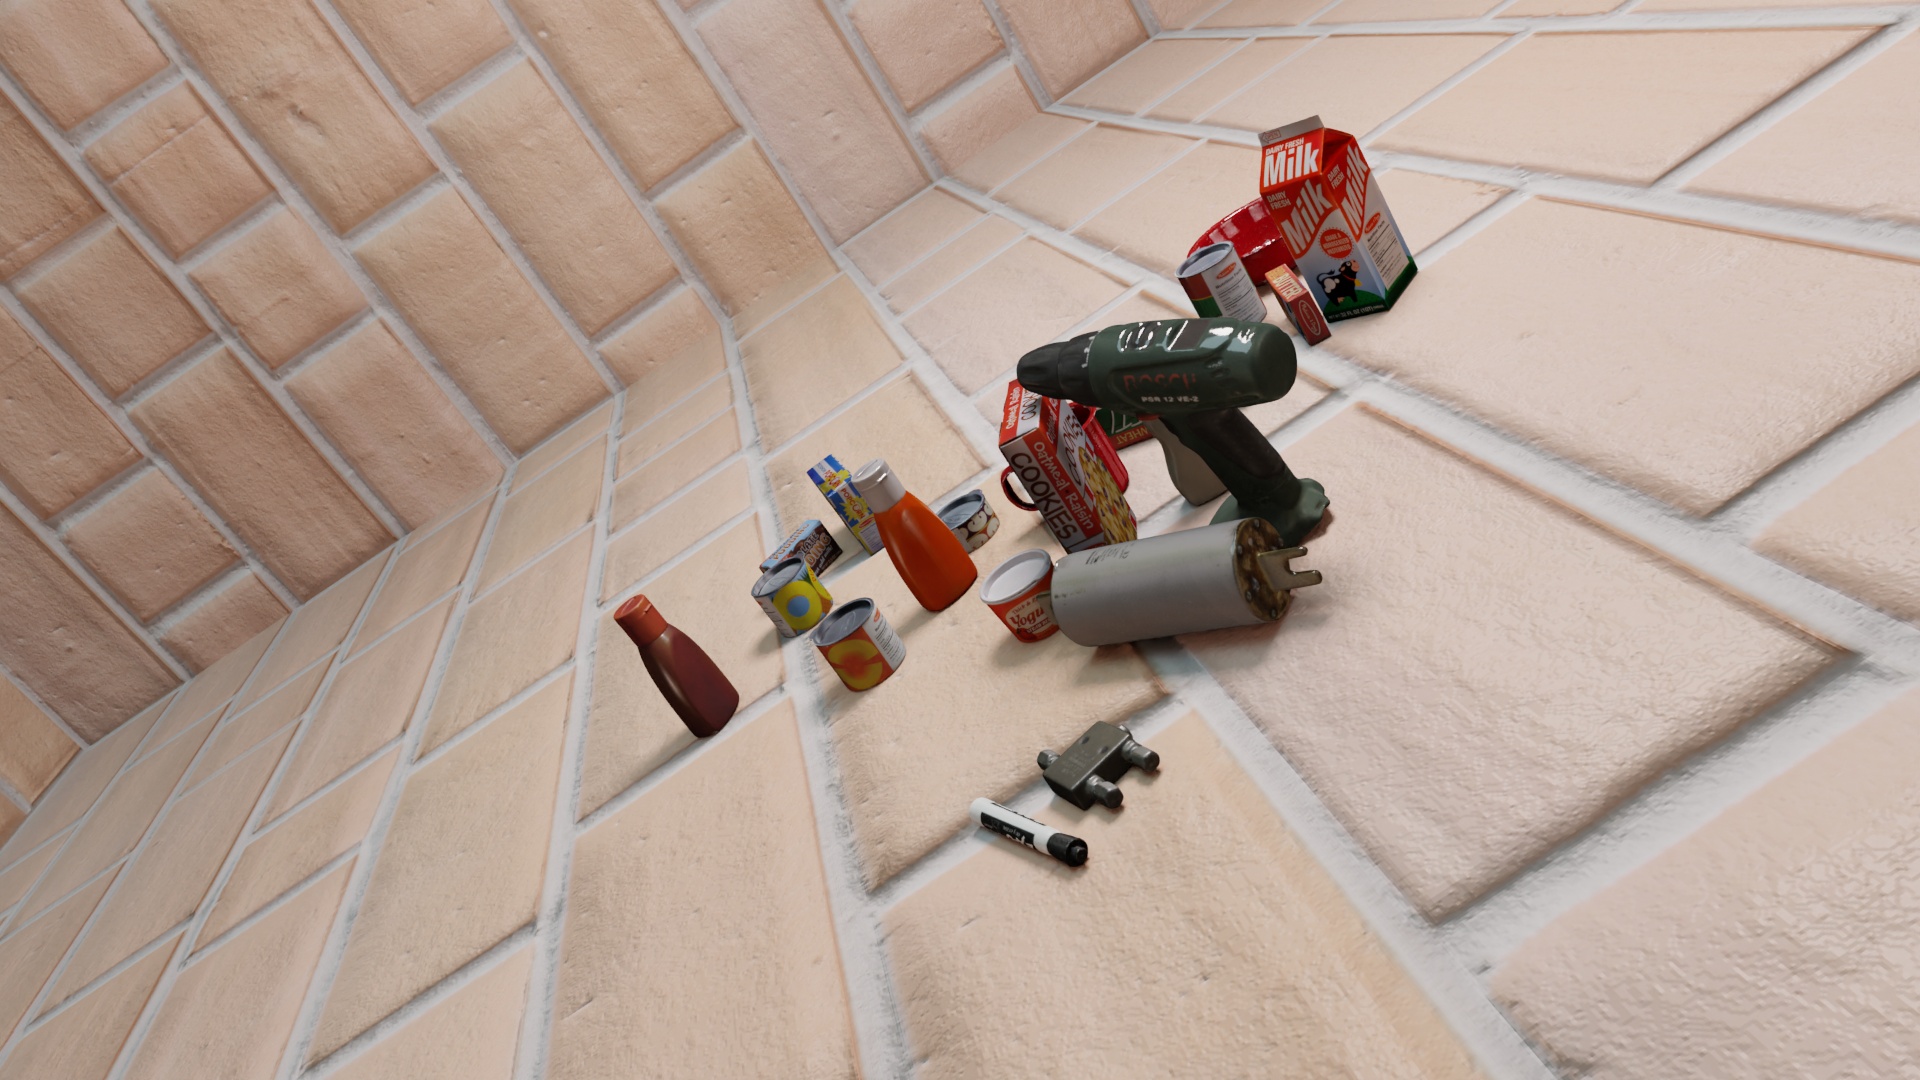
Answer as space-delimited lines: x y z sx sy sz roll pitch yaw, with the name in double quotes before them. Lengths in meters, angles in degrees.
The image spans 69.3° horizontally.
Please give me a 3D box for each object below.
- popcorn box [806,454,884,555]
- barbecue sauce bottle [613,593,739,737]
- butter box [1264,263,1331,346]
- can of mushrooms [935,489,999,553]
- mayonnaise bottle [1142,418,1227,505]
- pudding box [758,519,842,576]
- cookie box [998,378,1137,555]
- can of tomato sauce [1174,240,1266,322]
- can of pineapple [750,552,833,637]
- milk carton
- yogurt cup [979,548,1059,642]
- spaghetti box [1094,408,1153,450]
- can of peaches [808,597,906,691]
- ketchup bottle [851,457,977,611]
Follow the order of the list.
"popcorn box" -0.122 -0.041 1.537 0.038 0.085 0.127 -36 22 -5
"barbecue sauce bottle" -0.275 0.118 1.340 0.043 0.148 0.065 -21 25 29
"butter box" 0.328 -0.231 1.354 0.024 0.053 0.104 -29 23 12
"can of mushrooms" 0.005 -0.017 1.385 0.071 0.033 0.071 -28 23 13
"mayonnaise bottle" 0.184 -0.103 1.167 0.065 0.147 0.041 -33 22 2
"pudding box" -0.176 0.020 1.533 0.084 0.049 0.030 -46 25 -27
"cookie box" 0.091 -0.047 1.153 0.040 0.167 0.123 -26 23 19
"can of tomato sauce" 0.271 -0.259 1.448 0.071 0.083 0.071 -28 23 13
"can of pineapple" -0.173 0.057 1.443 0.071 0.057 0.071 -28 23 13
"milk carton" 0.347 -0.307 1.301 0.072 0.190 0.074 -5 36 50
"yogurt cup" 0.057 0.048 1.156 0.072 0.053 0.073 -28 23 13
"spaghetti box" 0.166 -0.122 1.355 0.249 0.050 0.029 -19 27 32
"can of peaches" -0.093 0.095 1.259 0.071 0.058 0.071 -28 23 13
"ketchup bottle" -0.046 -0.008 1.284 0.065 0.148 0.043 -44 24 -22
